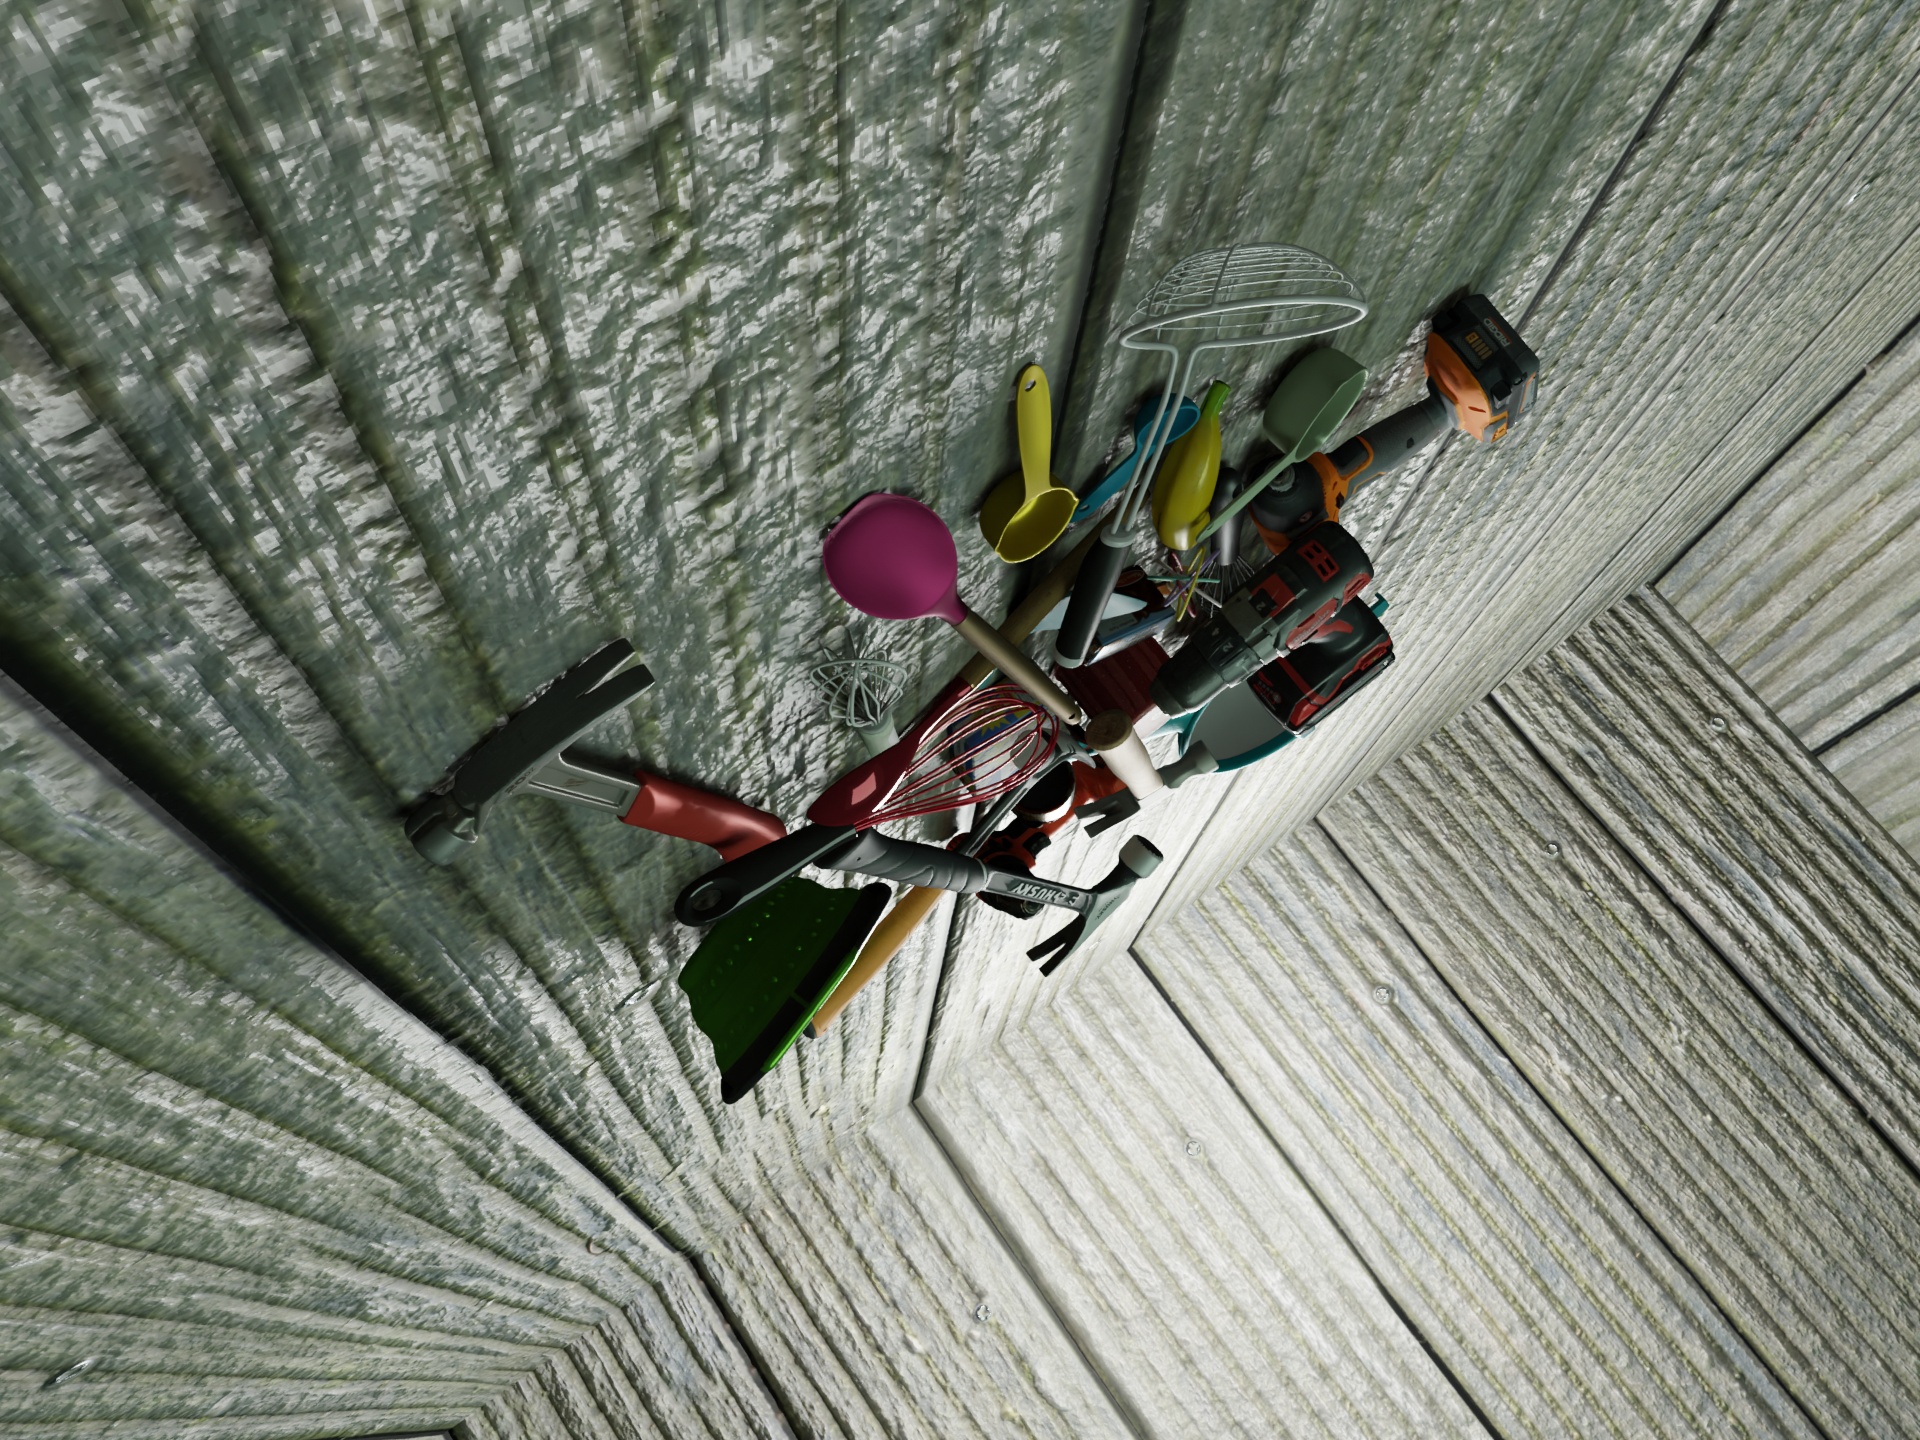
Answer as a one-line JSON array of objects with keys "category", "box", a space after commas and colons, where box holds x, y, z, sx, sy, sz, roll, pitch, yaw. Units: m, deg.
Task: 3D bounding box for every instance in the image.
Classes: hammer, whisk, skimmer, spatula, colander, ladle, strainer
[{"category": "hammer", "box": [0.018, 0.127, 1.253, 0.149, 0.036, 0.408, -51, 146, 13]}, {"category": "whisk", "box": [-0.058, -0.005, 1.042, 0.059, 0.058, 0.246, -2, 166, 2]}, {"category": "skimmer", "box": [0.118, -0.129, 0.925, 0.127, 0.090, 0.363, -7, 145, -20]}, {"category": "hammer", "box": [-0.174, 0.044, 0.951, 0.149, 0.037, 0.359, -39, 163, 5]}, {"category": "whisk", "box": [0.208, -0.133, 1.235, 0.055, 0.055, 0.238, -36, 158, -5]}, {"category": "spatula", "box": [-0.002, -0.004, 1.159, 0.317, 0.044, 0.082, -44, 151, 27]}, {"category": "hammer", "box": [0.137, 0.037, 1.284, 0.130, 0.031, 0.331, -33, 165, 5]}, {"category": "colander", "box": [-0.158, 0.187, 1.299, 0.204, 0.094, 0.397, -52, -177, -6]}, {"category": "hammer", "box": [-0.022, 0.137, 1.311, 0.337, 0.034, 0.127, -49, 161, 13]}, {"category": "whisk", "box": [-0.059, 0.058, 1.068, 0.296, 0.073, 0.073, -29, 162, -16]}, {"category": "whisk", "box": [0.160, -0.099, 1.154, 0.051, 0.047, 0.245, -9, -176, 6]}, {"category": "ladle", "box": [0.019, -0.042, 1.029, 0.315, 0.031, 0.069, -47, 170, -13]}, {"category": "strainer", "box": [0.215, -0.038, 1.446, 0.340, 0.095, 0.210, -15, 145, -28]}]

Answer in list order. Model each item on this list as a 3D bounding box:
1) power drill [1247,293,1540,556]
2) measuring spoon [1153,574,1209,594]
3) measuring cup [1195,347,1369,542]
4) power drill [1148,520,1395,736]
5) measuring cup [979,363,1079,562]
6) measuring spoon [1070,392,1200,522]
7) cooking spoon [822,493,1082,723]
[{"category": "power drill", "box": [0.314, -0.212, 1.187, 0.226, 0.084, 0.164, -36, 163, 11]}, {"category": "measuring spoon", "box": [0.179, -0.107, 1.305, 0.117, 0.011, 0.021, -14, 152, -54]}, {"category": "measuring cup", "box": [0.204, -0.185, 1.063, 0.167, 0.038, 0.083, -44, 164, -10]}, {"category": "power drill", "box": [0.248, -0.054, 1.249, 0.188, 0.080, 0.226, -40, 157, 9]}, {"category": "measuring cup", "box": [0.034, -0.149, 0.892, 0.062, 0.029, 0.156, -32, 151, -16]}, {"category": "measuring spoon", "box": [0.100, -0.165, 0.991, 0.042, 0.021, 0.128, -9, 159, -36]}, {"category": "cooking spoon", "box": [0.008, -0.055, 0.962, 0.069, 0.017, 0.318, -45, 147, 5]}]
